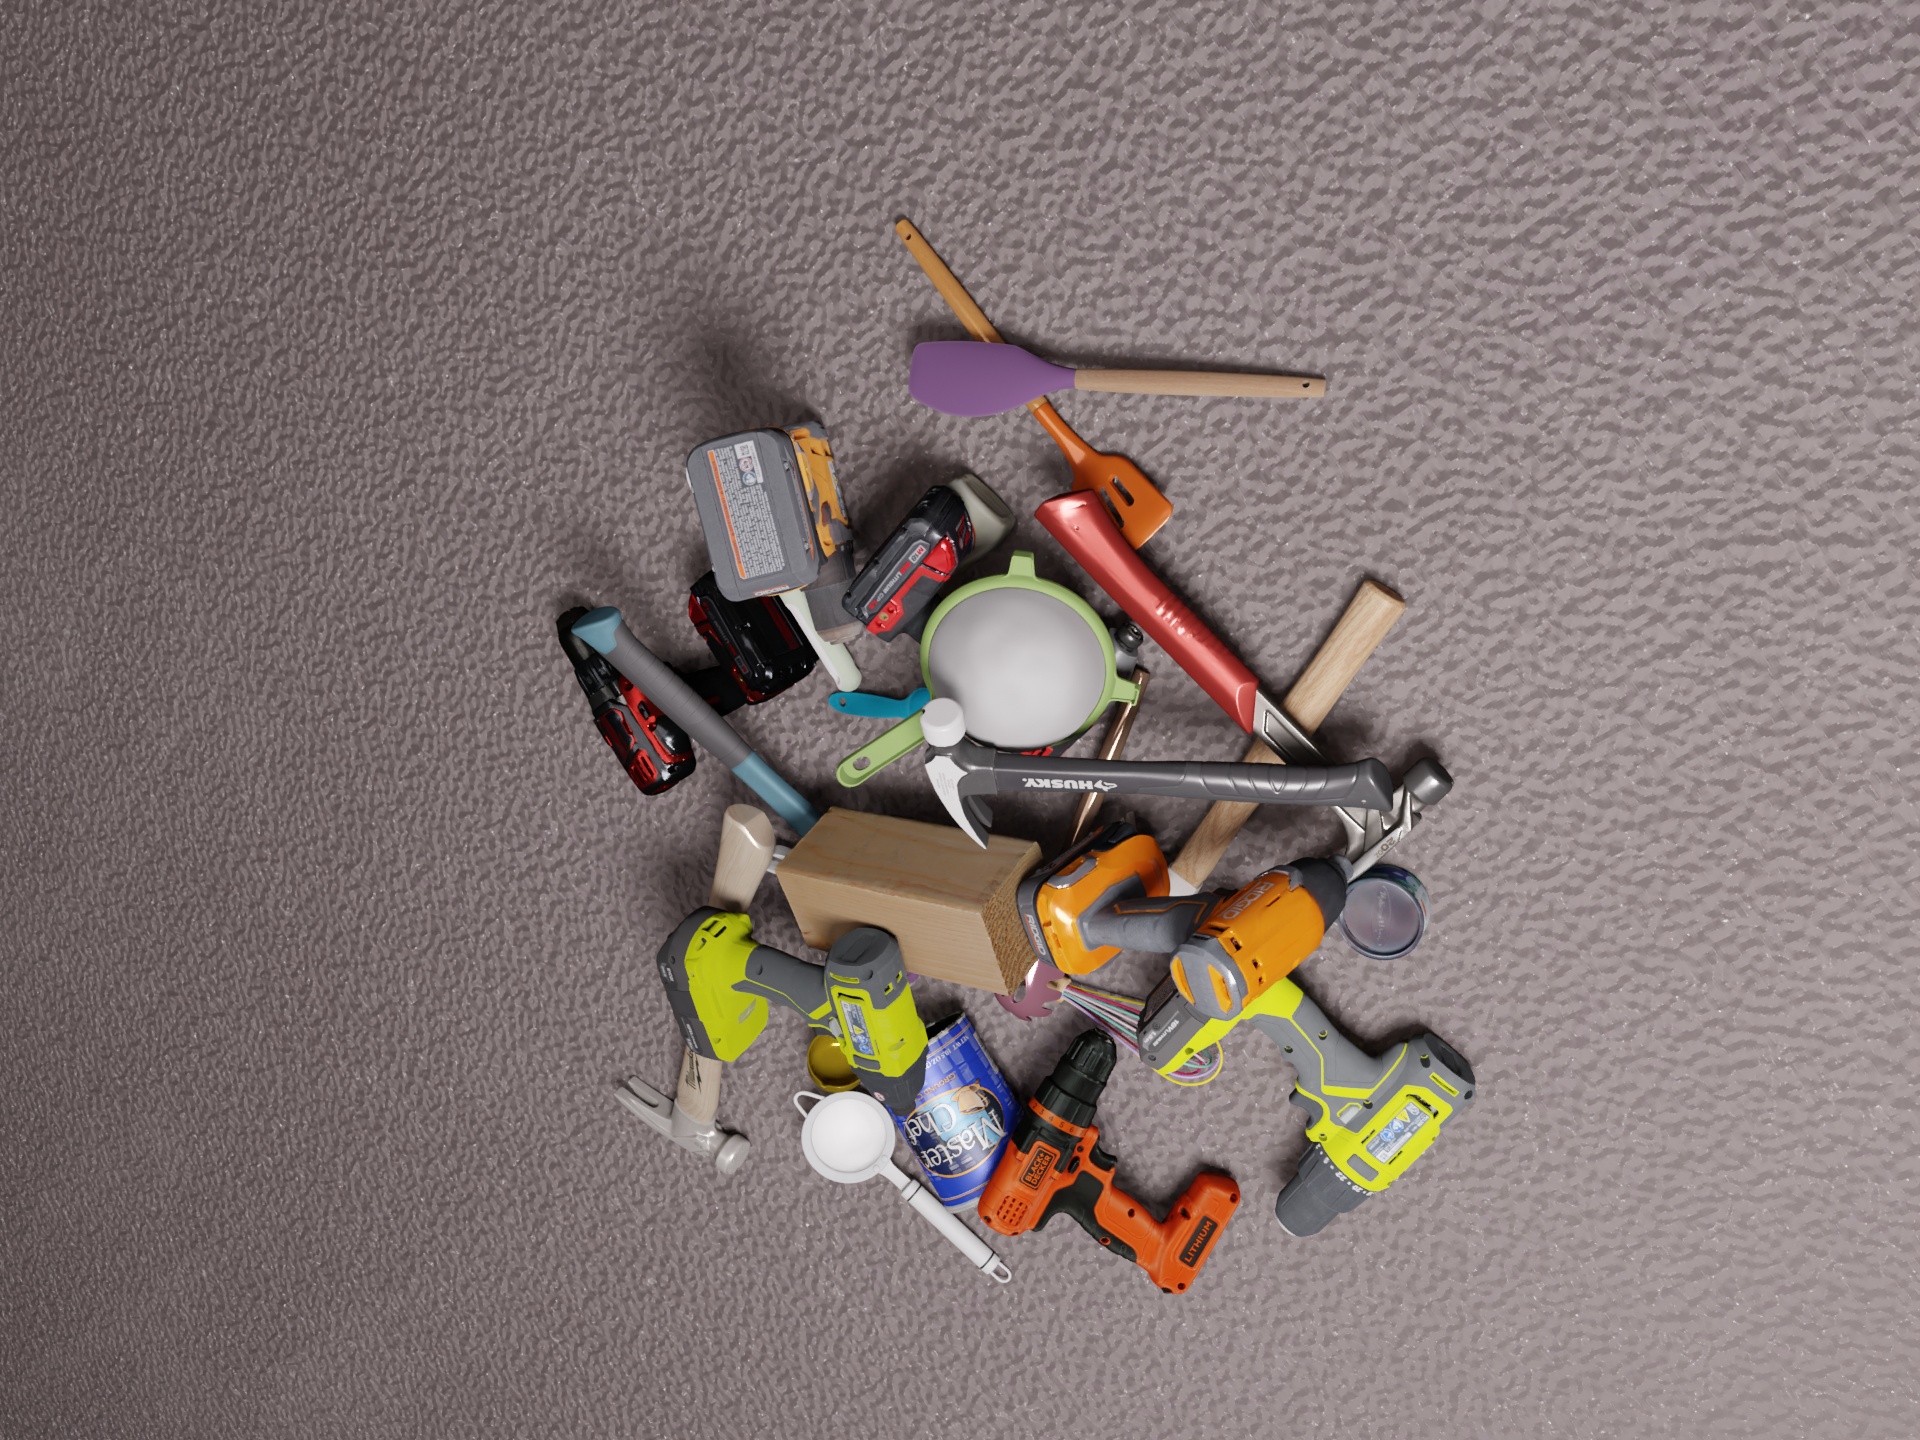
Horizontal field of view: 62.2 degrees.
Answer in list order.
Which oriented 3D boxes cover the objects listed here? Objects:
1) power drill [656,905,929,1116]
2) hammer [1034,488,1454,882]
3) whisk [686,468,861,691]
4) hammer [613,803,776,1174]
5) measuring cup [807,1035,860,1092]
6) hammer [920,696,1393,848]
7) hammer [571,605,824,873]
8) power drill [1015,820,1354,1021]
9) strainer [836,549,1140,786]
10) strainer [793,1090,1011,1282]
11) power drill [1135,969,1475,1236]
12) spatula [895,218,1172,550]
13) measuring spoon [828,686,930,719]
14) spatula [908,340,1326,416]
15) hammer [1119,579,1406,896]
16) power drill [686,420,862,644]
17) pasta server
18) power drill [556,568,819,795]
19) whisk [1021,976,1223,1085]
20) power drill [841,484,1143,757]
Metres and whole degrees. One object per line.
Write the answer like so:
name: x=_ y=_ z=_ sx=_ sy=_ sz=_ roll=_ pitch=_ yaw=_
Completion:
power drill: x=-0.133 y=0.241 z=1.319 sx=0.223 sy=0.080 sz=0.171 roll=7 pitch=124 yaw=32
hammer: x=0.185 y=-0.030 z=1.180 sx=0.359 sy=0.037 sz=0.149 roll=45 pitch=116 yaw=4
whisk: x=-0.156 y=-0.131 z=1.362 sx=0.246 sy=0.059 sz=0.058 roll=58 pitch=158 yaw=-3
hammer: x=-0.236 y=0.242 z=1.468 sx=0.146 sy=0.038 sz=0.410 roll=27 pitch=124 yaw=19
measuring cup: x=-0.068 y=0.334 z=1.450 sx=0.156 sy=0.062 sz=0.029 roll=26 pitch=149 yaw=5
hammer: x=0.143 y=0.045 z=1.158 sx=0.335 sy=0.035 sz=0.146 roll=2 pitch=141 yaw=12
hammer: x=-0.196 y=0.023 z=1.357 sx=0.128 sy=0.033 sz=0.330 roll=-32 pitch=113 yaw=33
power drill: x=0.167 y=0.135 z=1.161 sx=0.227 sy=0.164 sz=0.084 roll=6 pitch=121 yaw=53
strainer: x=-0.002 y=-0.004 z=1.208 sx=0.256 sy=0.069 sz=0.151 roll=-32 pitch=109 yaw=25
strainer: x=-0.052 y=0.427 z=1.464 sx=0.258 sy=0.050 sz=0.087 roll=42 pitch=94 yaw=5
power drill: x=0.250 y=0.276 z=1.224 sx=0.228 sy=0.080 sz=0.190 roll=38 pitch=108 yaw=0
spatula: x=0.045 y=-0.261 z=1.228 sx=0.081 sy=0.041 sz=0.323 roll=-39 pitch=84 yaw=23
measuring spoon: x=-0.058 y=-0.014 z=1.365 sx=0.129 sy=0.021 sz=0.042 roll=7 pitch=108 yaw=35
spatula: x=0.111 y=-0.252 z=1.186 sx=0.316 sy=0.018 sz=0.060 roll=5 pitch=85 yaw=17
hammer: x=0.230 y=0.033 z=1.220 sx=0.130 sy=0.031 sz=0.331 roll=37 pitch=116 yaw=13
power drill: x=-0.131 y=-0.142 z=1.246 sx=0.084 sy=0.226 sz=0.185 roll=-13 pitch=97 yaw=9
pasta server: x=0.093 y=0.105 z=1.293 sx=0.060 sy=0.040 sz=0.316 roll=27 pitch=104 yaw=27
power drill: x=-0.255 y=-0.057 z=1.416 sx=0.226 sy=0.080 sz=0.188 roll=-33 pitch=87 yaw=33
whisk: x=0.105 y=0.240 z=1.333 sx=0.245 sy=0.051 sz=0.047 roll=23 pitch=118 yaw=23
power drill: x=0.030 y=-0.074 z=1.244 sx=0.219 sy=0.079 sz=0.143 roll=39 pitch=120 yaw=-9
